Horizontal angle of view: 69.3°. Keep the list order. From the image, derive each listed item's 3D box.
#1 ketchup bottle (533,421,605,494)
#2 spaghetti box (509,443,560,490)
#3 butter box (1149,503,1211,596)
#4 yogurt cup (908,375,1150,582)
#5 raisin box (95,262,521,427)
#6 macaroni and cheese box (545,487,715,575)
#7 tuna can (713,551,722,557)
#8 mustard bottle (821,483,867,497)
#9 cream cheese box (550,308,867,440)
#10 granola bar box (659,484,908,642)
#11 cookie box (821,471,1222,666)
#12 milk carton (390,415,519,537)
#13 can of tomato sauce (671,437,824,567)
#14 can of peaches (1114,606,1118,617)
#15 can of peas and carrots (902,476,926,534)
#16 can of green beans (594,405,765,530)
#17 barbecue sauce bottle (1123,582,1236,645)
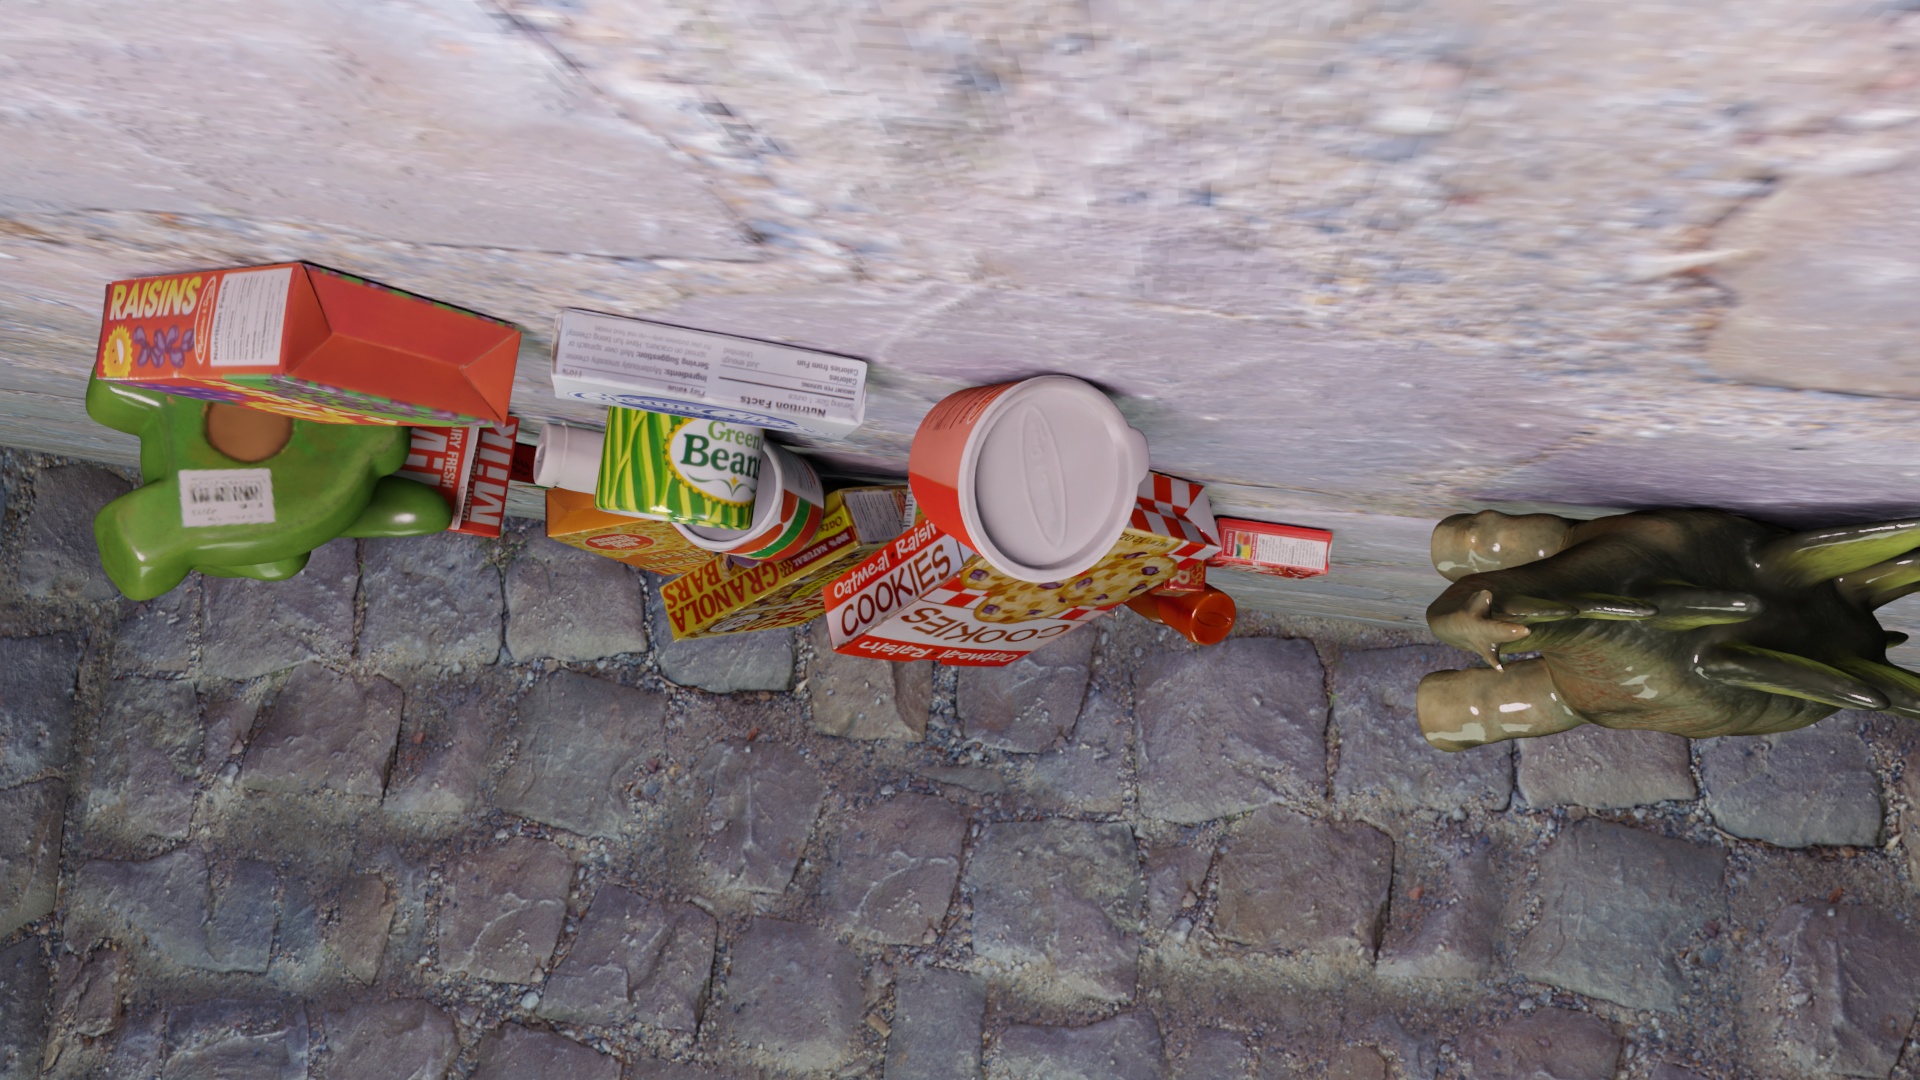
[{"bbox_3d":[-0.172,-0.039,0.818,0.149,0.043,0.064,10,172,-25],"label":"ketchup bottle"},{"bbox_3d":[-0.308,-0.051,1.058,0.050,0.028,0.250,5,176,39],"label":"spaghetti box"},{"bbox_3d":[0.130,0.006,0.827,0.024,0.053,0.103,5,177,3],"label":"butter box"},{"bbox_3d":[0.018,-0.023,0.471,0.072,0.072,0.054,9,-176,-30],"label":"yogurt cup"},{"bbox_3d":[-0.231,-0.067,0.490,0.123,0.040,0.086,4,176,35],"label":"raisin box"},{"bbox_3d":[-0.220,-0.013,1.075,0.123,0.040,0.166,-8,166,18],"label":"macaroni and cheese box"},{"bbox_3d":[-0.137,-0.014,0.942,0.033,0.071,0.071,3,174,38],"label":"tuna can"},{"bbox_3d":[-0.093,-0.017,0.992,0.065,0.049,0.160,3,180,-41],"label":"mustard bottle"},{"bbox_3d":[-0.087,-0.056,0.478,0.104,0.024,0.053,8,175,-13],"label":"cream cheese box"},{"bbox_3d":[-0.088,0.013,0.871,0.165,0.039,0.124,-26,167,34],"label":"granola bar box"},{"bbox_3d":[0.028,0.016,0.705,0.123,0.040,0.166,10,148,-42],"label":"cookie box"},{"bbox_3d":[-0.318,-0.043,0.820,0.073,0.072,0.190,10,176,-36],"label":"milk carton"},{"bbox_3d":[-0.116,-0.022,0.745,0.071,0.071,0.083,7,176,9],"label":"can of tomato sauce"},{"bbox_3d":[0.069,0.006,0.820,0.058,0.071,0.071,8,177,4],"label":"can of peaches"},{"bbox_3d":[0.003,-0.010,0.791,0.071,0.058,0.071,7,177,0],"label":"can of peas and carrots"},{"bbox_3d":[-0.116,-0.037,0.580,0.071,0.058,0.071,7,177,1],"label":"can of green beans"},{"bbox_3d":[0.127,0.027,0.938,0.065,0.043,0.149,13,-168,-31],"label":"barbecue sauce bottle"}]
